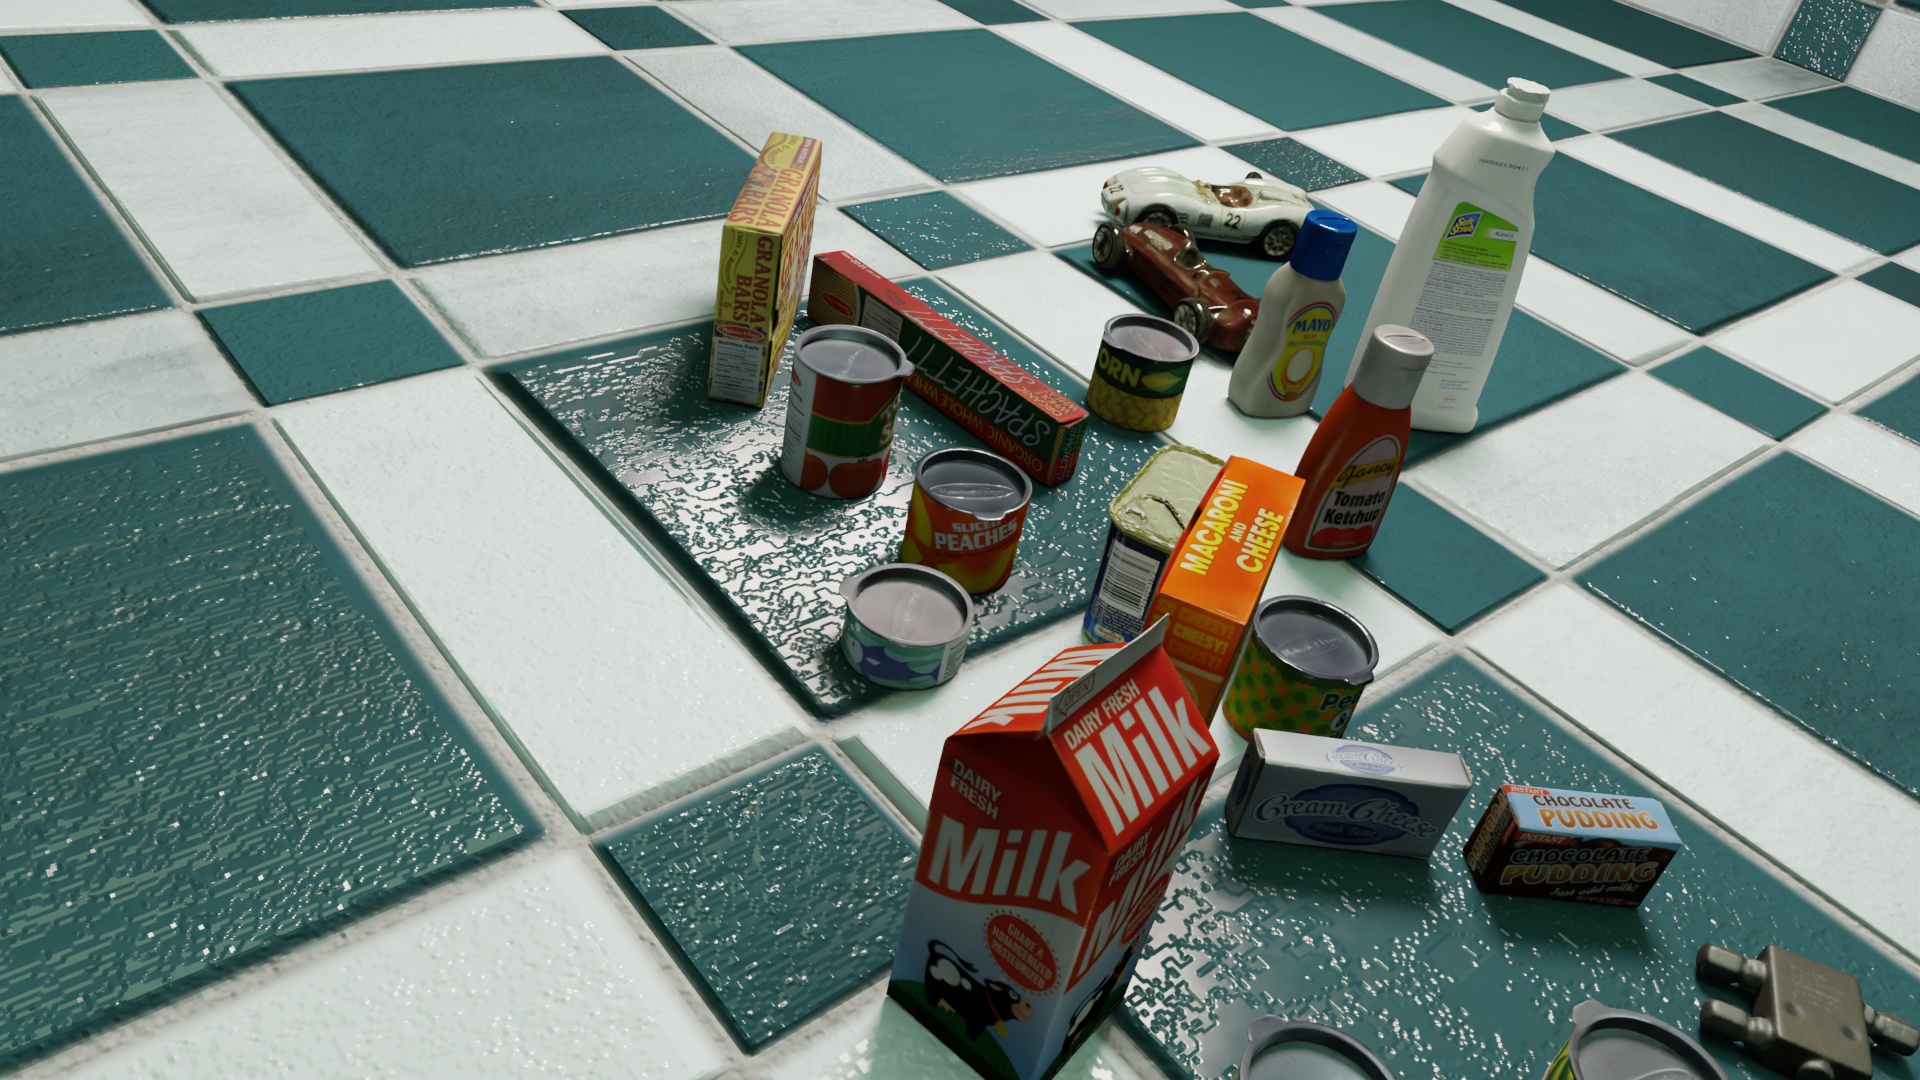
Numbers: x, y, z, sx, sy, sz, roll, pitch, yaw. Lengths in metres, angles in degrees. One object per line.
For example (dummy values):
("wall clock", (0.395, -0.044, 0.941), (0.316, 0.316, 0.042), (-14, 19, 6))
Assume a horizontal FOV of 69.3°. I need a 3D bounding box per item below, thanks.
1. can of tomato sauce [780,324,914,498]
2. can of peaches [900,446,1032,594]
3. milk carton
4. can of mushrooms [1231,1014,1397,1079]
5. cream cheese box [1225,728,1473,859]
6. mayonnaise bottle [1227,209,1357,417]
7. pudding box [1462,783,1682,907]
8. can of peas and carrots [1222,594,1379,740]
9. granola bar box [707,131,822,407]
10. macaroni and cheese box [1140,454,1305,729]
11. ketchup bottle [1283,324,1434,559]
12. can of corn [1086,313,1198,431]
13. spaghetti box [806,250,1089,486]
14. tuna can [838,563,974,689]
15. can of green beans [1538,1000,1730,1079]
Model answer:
("can of tomato sauce", (-0.069, -0.076, 0.829), (0.071, 0.082, 0.071), (8, 35, -6))
("can of peaches", (0.003, -0.010, 0.781), (0.071, 0.057, 0.071), (8, 36, -6))
("milk carton", (0.034, 0.112, 0.510), (0.073, 0.189, 0.073), (33, 40, 26))
("can of mushrooms", (0.132, 0.219, 0.528), (0.071, 0.033, 0.071), (8, 36, -6))
("cream cheese box", (0.183, 0.121, 0.660), (0.104, 0.053, 0.024), (8, 35, -6))
("mayonnaise bottle", (0.238, -0.158, 0.980), (0.065, 0.147, 0.041), (-5, 39, -23))
("pudding box", (0.292, 0.145, 0.664), (0.084, 0.049, 0.030), (7, 36, -7))
("can of peas and carrots", (0.177, 0.072, 0.721), (0.071, 0.058, 0.071), (8, 36, -6))
("granola bar box", (-0.128, -0.183, 0.922), (0.039, 0.123, 0.166), (10, 35, -3))
("macaroni and cheese box", (0.098, 0.061, 0.620), (0.040, 0.165, 0.124), (22, 36, 13))
("ketchup bottle", (0.242, -0.058, 0.844), (0.065, 0.148, 0.044), (-2, 38, -20))
("can of corn", (0.123, -0.116, 0.965), (0.071, 0.058, 0.071), (8, 36, -6))
("spaghetti box", (-0.014, -0.120, 0.935), (0.029, 0.049, 0.250), (-23, 48, -39))
("tuna can", (-0.030, 0.044, 0.719), (0.071, 0.032, 0.071), (8, 36, -6))
("can of green beans", (0.256, 0.226, 0.535), (0.071, 0.057, 0.071), (8, 36, -6))
